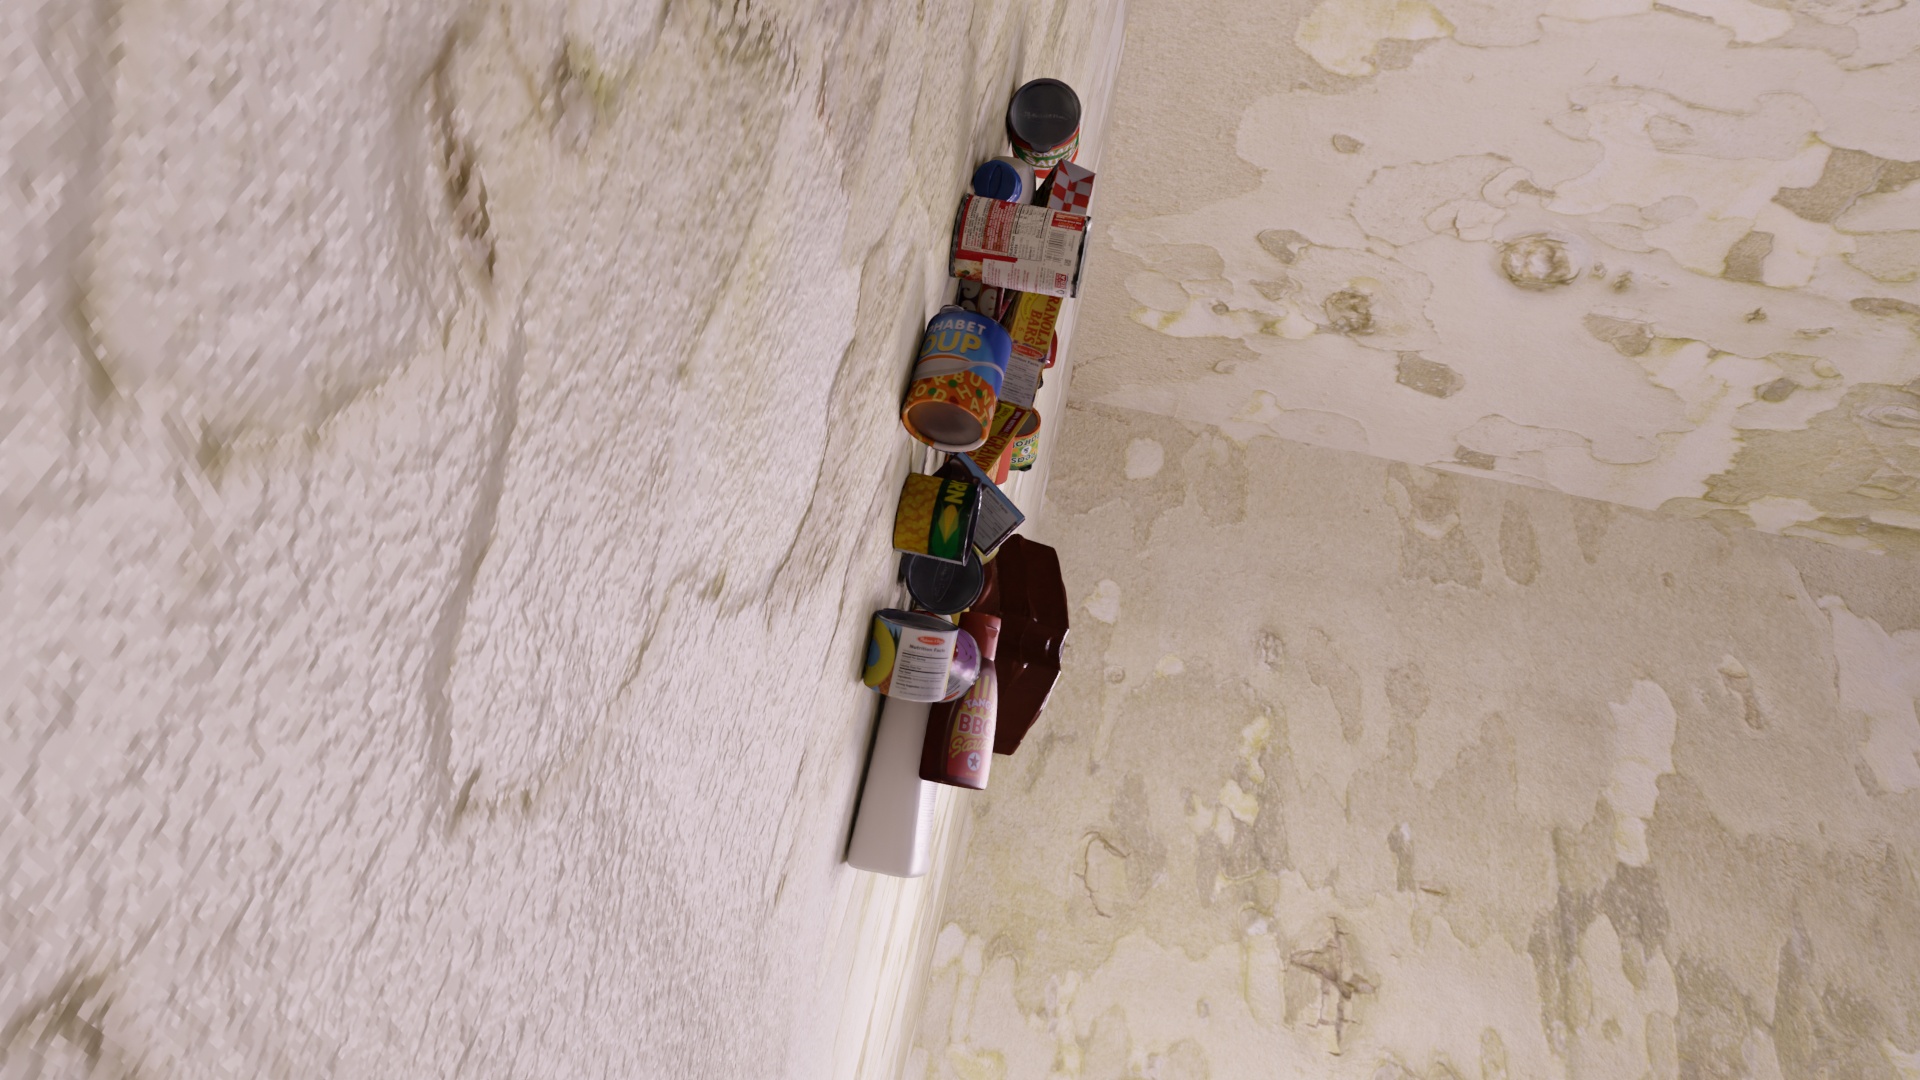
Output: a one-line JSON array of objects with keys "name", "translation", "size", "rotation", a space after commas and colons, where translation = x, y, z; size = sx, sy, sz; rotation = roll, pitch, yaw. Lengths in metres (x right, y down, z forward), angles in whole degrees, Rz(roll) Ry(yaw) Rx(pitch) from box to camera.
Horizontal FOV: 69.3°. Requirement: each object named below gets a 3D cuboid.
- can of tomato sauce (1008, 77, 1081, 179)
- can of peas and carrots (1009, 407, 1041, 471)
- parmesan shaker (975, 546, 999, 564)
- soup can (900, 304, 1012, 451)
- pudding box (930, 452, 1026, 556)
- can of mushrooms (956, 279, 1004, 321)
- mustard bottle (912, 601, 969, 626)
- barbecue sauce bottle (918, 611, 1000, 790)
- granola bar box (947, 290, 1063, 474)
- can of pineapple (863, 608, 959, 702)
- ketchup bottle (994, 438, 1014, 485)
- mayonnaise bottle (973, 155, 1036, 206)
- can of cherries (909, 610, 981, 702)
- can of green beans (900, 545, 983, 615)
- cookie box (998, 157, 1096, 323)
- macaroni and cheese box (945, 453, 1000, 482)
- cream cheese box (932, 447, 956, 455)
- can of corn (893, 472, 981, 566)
[{"name": "can of tomato sauce", "translation": [0.079, -0.382, 1.299], "size": [0.083, 0.071, 0.071], "rotation": [59, 43, -83]}, {"name": "can of peas and carrots", "translation": [0.064, -0.126, 1.685], "size": [0.058, 0.071, 0.071], "rotation": [95, 9, -47]}, {"name": "parmesan shaker", "translation": [0.005, -0.017, 1.332], "size": [0.103, 0.071, 0.071], "rotation": [90, 13, -75]}, {"name": "soup can", "translation": [-0.004, -0.118, 1.016], "size": [0.071, 0.071, 0.084], "rotation": [93, 11, -59]}, {"name": "pudding box", "translation": [0.012, -0.032, 1.193], "size": [0.049, 0.084, 0.030], "rotation": [-44, 178, 1]}, {"name": "can of mushrooms", "translation": [0.018, -0.211, 1.205], "size": [0.071, 0.033, 0.071], "rotation": [7, 95, -85]}, {"name": "mustard bottle", "translation": [-0.020, 0.086, 1.305], "size": [0.049, 0.065, 0.160], "rotation": [36, 61, -86]}, {"name": "barbecue sauce bottle", "translation": [0.005, 0.137, 1.196], "size": [0.065, 0.043, 0.149], "rotation": [21, 73, -43]}, {"name": "granola bar box", "translation": [0.037, -0.140, 1.218], "size": [0.165, 0.039, 0.124], "rotation": [127, -19, -68]}, {"name": "can of pineapple", "translation": [-0.039, 0.089, 1.083], "size": [0.071, 0.071, 0.057], "rotation": [-36, 138, -82]}, {"name": "ketchup bottle", "translation": [0.044, -0.141, 1.581], "size": [0.065, 0.043, 0.148], "rotation": [-65, 166, -73]}, {"name": "mayonnaise bottle", "translation": [0.038, -0.300, 1.192], "size": [0.148, 0.041, 0.064], "rotation": [-45, 149, -79]}, {"name": "can of cherries", "translation": [-0.026, 0.095, 1.157], "size": [0.058, 0.071, 0.071], "rotation": [34, 65, -56]}, {"name": "can of green beans", "translation": [-0.013, 0.027, 1.194], "size": [0.058, 0.071, 0.071], "rotation": [-90, -169, -85]}, {"name": "cookie box", "translation": [0.065, -0.257, 1.292], "size": [0.167, 0.040, 0.123], "rotation": [138, -31, -64]}, {"name": "macaroni and cheese box", "translation": [0.019, -0.105, 1.413], "size": [0.166, 0.040, 0.124], "rotation": [62, 40, -81]}, {"name": "cream cheese box", "translation": [-0.011, -0.109, 1.165], "size": [0.103, 0.024, 0.053], "rotation": [67, 34, -81]}, {"name": "can of corn", "translation": [-0.017, -0.020, 1.111], "size": [0.071, 0.058, 0.071], "rotation": [8, 94, -85]}]
